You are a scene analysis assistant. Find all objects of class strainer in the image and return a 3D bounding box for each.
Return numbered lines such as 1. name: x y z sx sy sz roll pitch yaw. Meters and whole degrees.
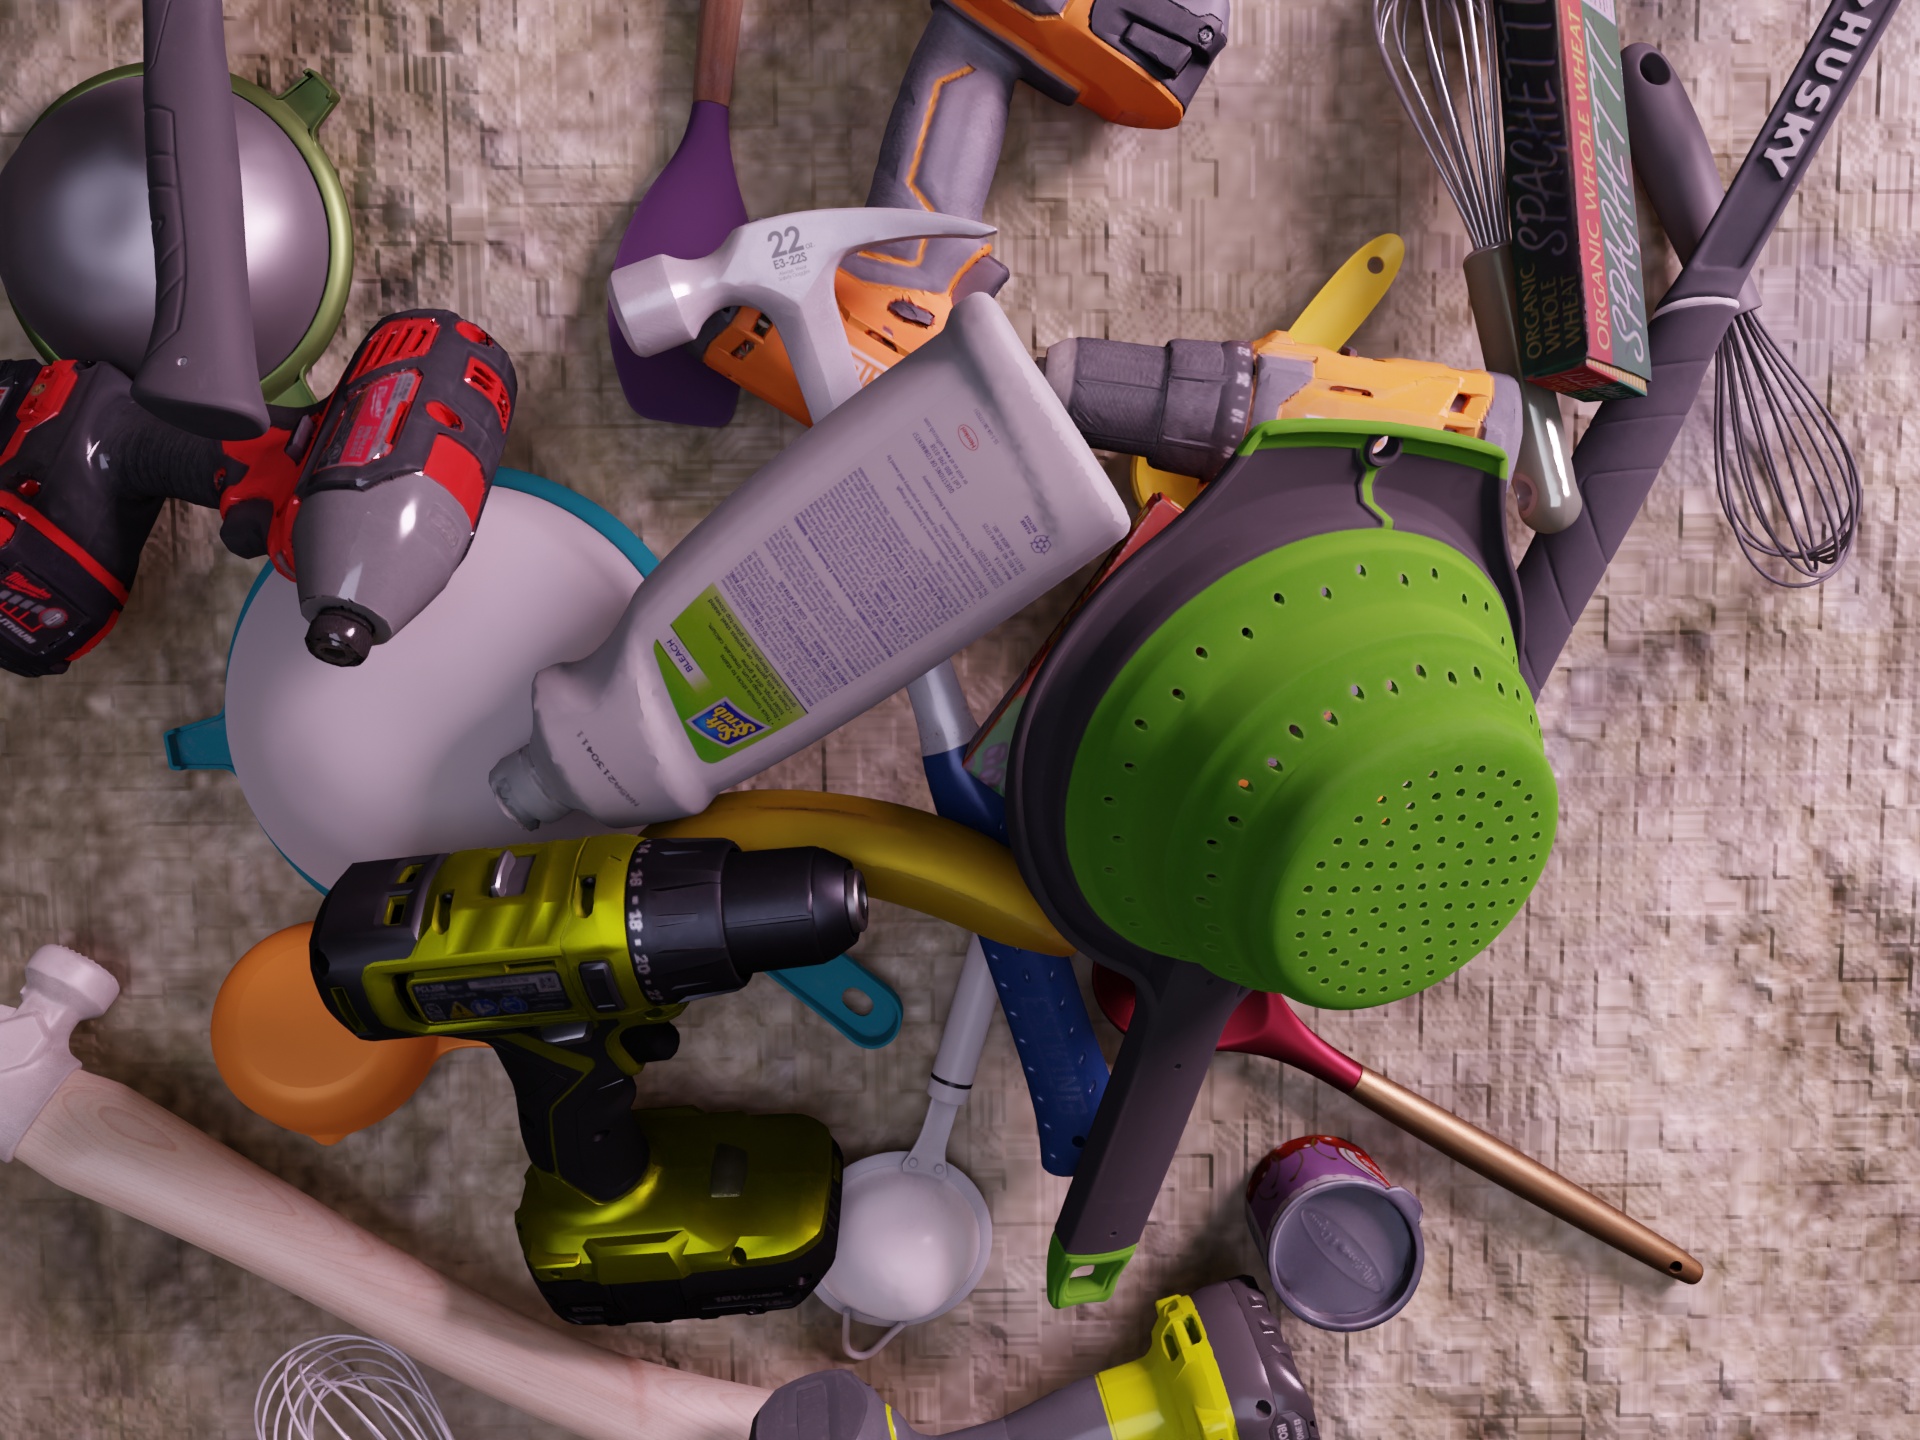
1. strainer: -0.385 -0.204 0.645 0.256 0.069 0.151 5 95 -2
2. strainer: -0.164 0.037 0.656 0.340 0.095 0.211 38 94 -2
3. strainer: -0.008 0.169 0.698 0.087 0.050 0.258 16 92 -11

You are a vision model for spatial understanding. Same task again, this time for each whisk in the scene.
1. whisk: 0.214 -0.196 0.641 0.059 0.058 0.246 -11 87 -7
2. whisk: -0.209 0.387 0.712 0.070 0.070 0.284 -36 99 3
3. whisk: 0.319 -0.169 0.665 0.055 0.055 0.239 -21 91 2

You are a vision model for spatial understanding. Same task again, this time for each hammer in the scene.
1. hammer: 0.306 -0.179 0.629 0.149 0.036 0.409 29 106 18
2. hammer: -0.248 0.252 0.677 0.410 0.038 0.146 30 55 -7
3. hammer: -0.001 -0.002 0.635 0.144 0.035 0.405 -18 104 5
4. hammer: -0.286 -0.256 0.599 0.146 0.035 0.335 -12 72 0

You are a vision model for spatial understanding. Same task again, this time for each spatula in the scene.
1. spatula: -0.104 -0.283 0.664 0.059 0.018 0.316 7 96 -9

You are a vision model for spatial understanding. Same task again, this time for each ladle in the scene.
1. ladle: 0.196 0.170 0.704 0.315 0.031 0.069 30 103 -5

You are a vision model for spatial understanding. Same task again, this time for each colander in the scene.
1. colander: 0.107 0.097 0.564 0.204 0.095 0.396 1 121 -25

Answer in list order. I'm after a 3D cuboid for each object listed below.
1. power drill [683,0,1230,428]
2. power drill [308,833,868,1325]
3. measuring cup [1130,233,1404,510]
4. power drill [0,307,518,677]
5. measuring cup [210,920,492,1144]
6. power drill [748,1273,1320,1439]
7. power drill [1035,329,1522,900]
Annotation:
1. power drill: 0.012 -0.206 0.642 0.164 0.084 0.226 31 98 -9
2. power drill: -0.116 0.135 0.614 0.190 0.080 0.228 -6 129 6
3. measuring cup: 0.132 -0.142 0.675 0.062 0.029 0.156 40 91 -4
4. power drill: -0.283 -0.080 0.603 0.220 0.078 0.143 -3 58 16
5. measuring cup: -0.226 0.127 0.676 0.173 0.052 0.095 0 71 -9
6. power drill: 0.039 0.335 0.677 0.223 0.080 0.171 -15 113 -2
7. power drill: 0.107 -0.041 0.638 0.185 0.084 0.226 9 107 -2
